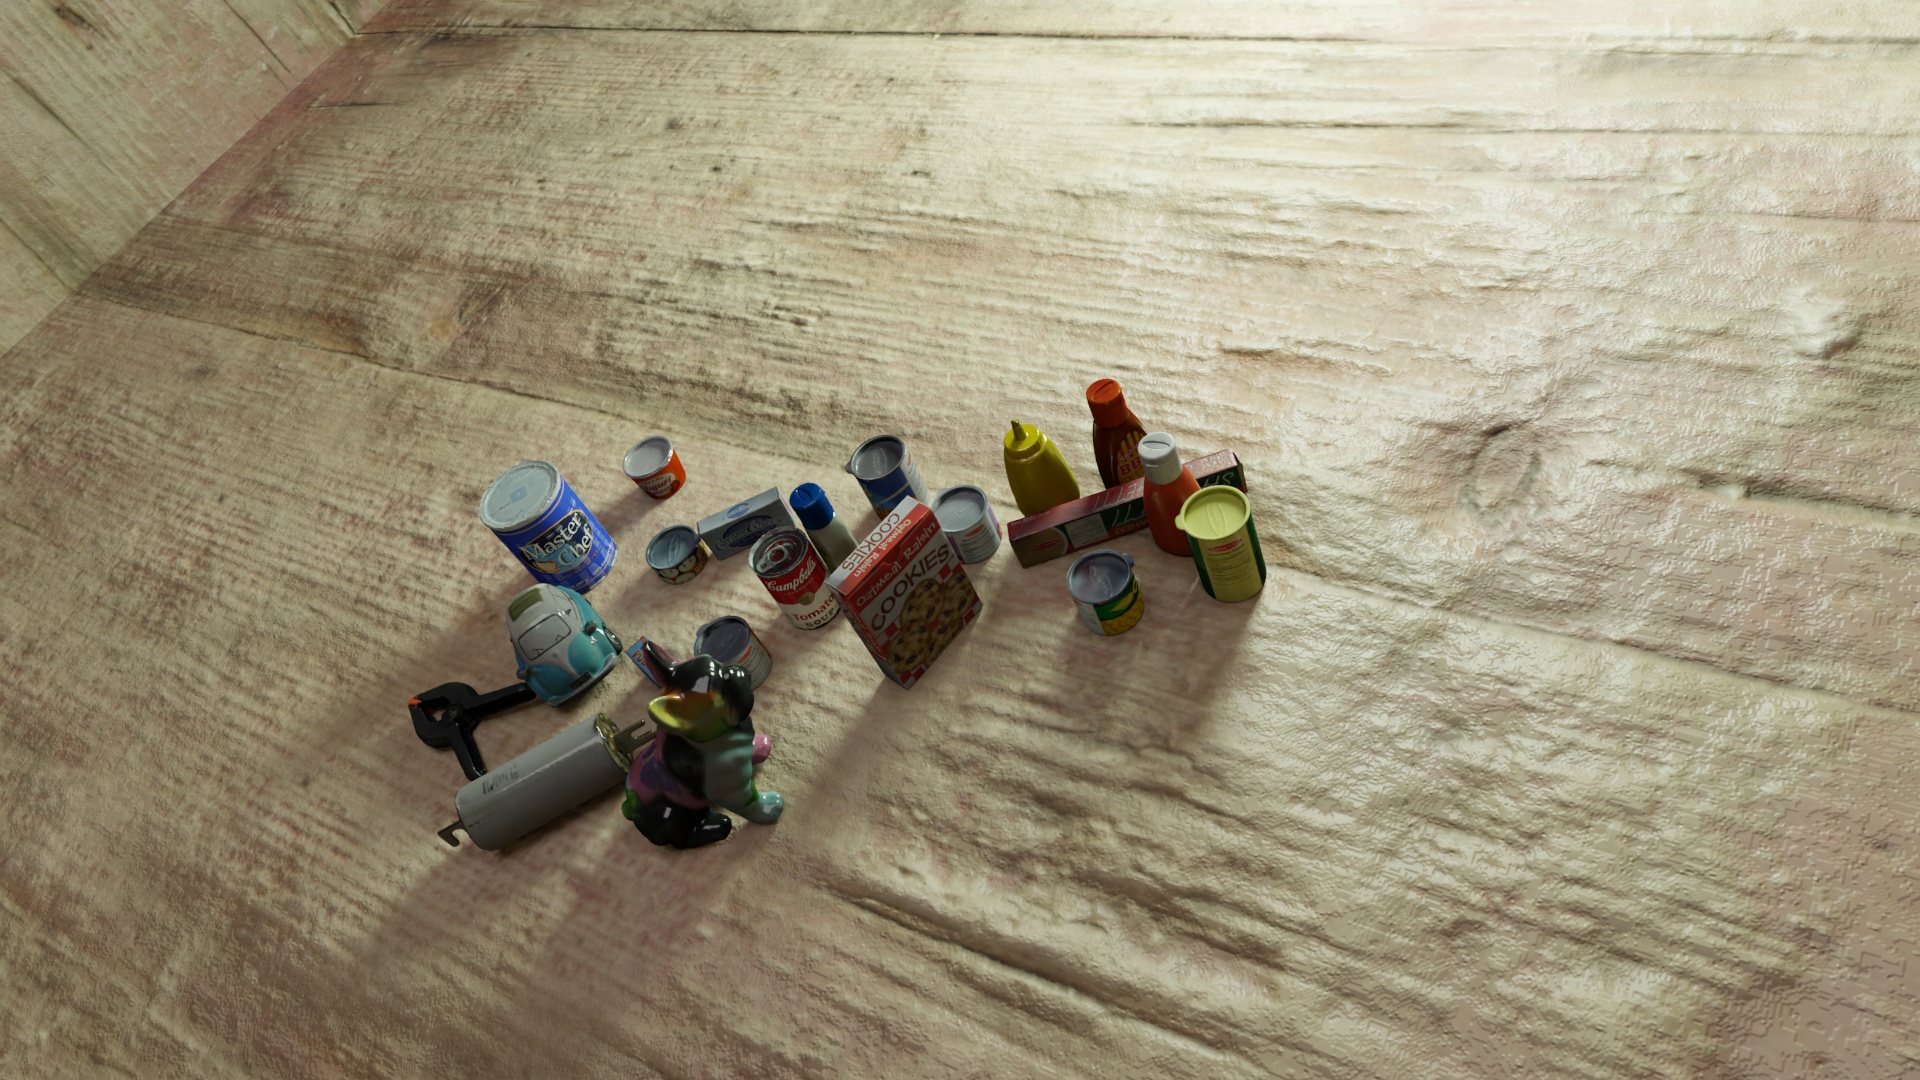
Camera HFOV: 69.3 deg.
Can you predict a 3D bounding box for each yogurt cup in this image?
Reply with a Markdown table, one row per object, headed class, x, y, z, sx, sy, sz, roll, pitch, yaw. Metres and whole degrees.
| class | x | y | z | sx | sy | sz | roll | pitch | yaw |
| --- | --- | --- | --- | --- | --- | --- | --- | --- | --- |
| yogurt cup | -0.377 | -0.088 | 1.723 | 0.072 | 0.053 | 0.073 | -12 | 48 | 14 |

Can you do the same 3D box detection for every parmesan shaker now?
| class | x | y | z | sx | sy | sz | roll | pitch | yaw |
| --- | --- | --- | --- | --- | --- | --- | --- | --- | --- |
| parmesan shaker | 0.252 | 0.005 | 1.342 | 0.071 | 0.102 | 0.072 | -12 | 48 | 14 |

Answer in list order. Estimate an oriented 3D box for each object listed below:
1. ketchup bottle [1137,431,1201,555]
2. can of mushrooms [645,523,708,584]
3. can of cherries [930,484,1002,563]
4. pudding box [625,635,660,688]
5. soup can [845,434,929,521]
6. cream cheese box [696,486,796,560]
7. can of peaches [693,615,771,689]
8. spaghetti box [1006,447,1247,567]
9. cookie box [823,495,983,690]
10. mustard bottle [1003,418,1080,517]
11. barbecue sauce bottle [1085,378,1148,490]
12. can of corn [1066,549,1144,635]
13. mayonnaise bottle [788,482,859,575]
| class | x | y | z | sx | sy | sz | roll | pitch | yaw |
| --- | --- | --- | --- | --- | --- | --- | --- | --- | --- |
| ketchup bottle | 0.209 | -0.045 | 1.371 | 0.065 | 0.148 | 0.044 | 8 | 56 | 29 |
| can of mushrooms | -0.330 | 0.016 | 1.629 | 0.071 | 0.033 | 0.071 | -12 | 48 | 14 |
| can of cherries | 0.005 | -0.019 | 1.498 | 0.071 | 0.058 | 0.072 | -12 | 48 | 14 |
| pudding box | -0.322 | 0.143 | 1.506 | 0.030 | 0.049 | 0.084 | -44 | 49 | -15 |
| soup can | -0.081 | -0.066 | 1.557 | 0.071 | 0.083 | 0.072 | -12 | 48 | 14 |
| cream cheese box | -0.247 | -0.019 | 1.609 | 0.104 | 0.053 | 0.024 | -24 | 47 | 3 |
| can of peaches | -0.245 | 0.122 | 1.486 | 0.071 | 0.057 | 0.071 | -12 | 48 | 14 |
| spaghetti box | 0.173 | -0.033 | 1.444 | 0.250 | 0.050 | 0.029 | -19 | 47 | 7 |
| cookie box | -0.052 | 0.054 | 1.386 | 0.040 | 0.166 | 0.123 | 28 | 67 | 38 |
| mustard bottle | 0.078 | -0.076 | 1.446 | 0.065 | 0.159 | 0.049 | -45 | 49 | -16 |
| barbecue sauce bottle | 0.165 | -0.105 | 1.441 | 0.065 | 0.148 | 0.044 | -41 | 48 | -13 |
| can of corn | 0.147 | 0.051 | 1.379 | 0.071 | 0.058 | 0.071 | -12 | 48 | 14 |
| mayonnaise bottle | -0.138 | -0.002 | 1.484 | 0.041 | 0.147 | 0.065 | -40 | 48 | -11 |
